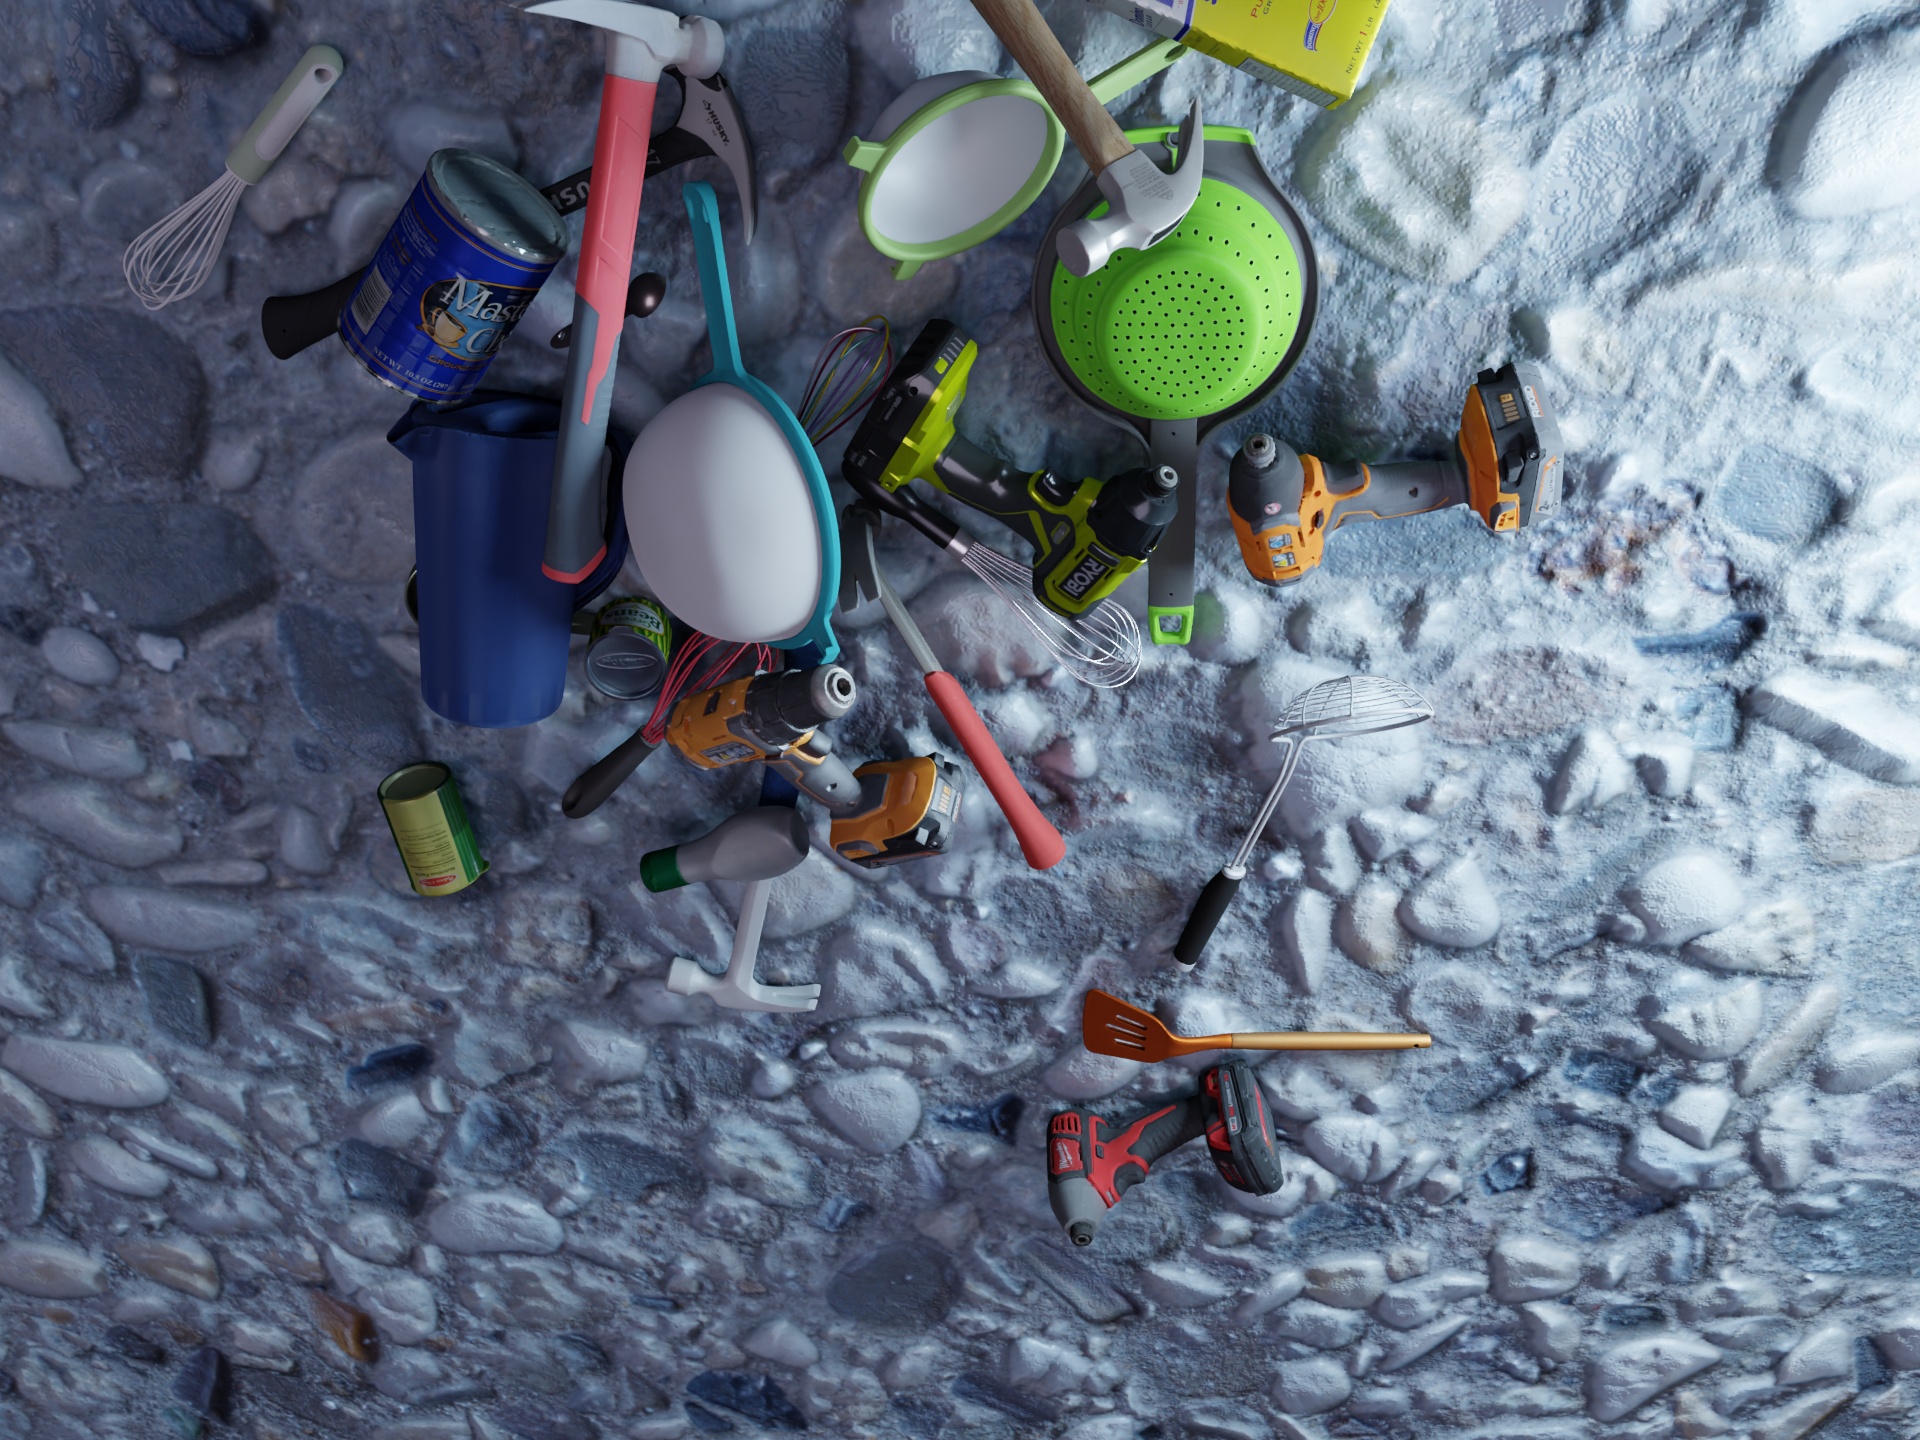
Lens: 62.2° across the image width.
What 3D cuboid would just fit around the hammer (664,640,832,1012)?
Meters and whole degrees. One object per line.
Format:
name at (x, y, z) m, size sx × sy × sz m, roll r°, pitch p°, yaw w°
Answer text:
hammer at (-0.164, 0.106, 1.410) m, size 0.144 × 0.035 × 0.405 m, roll 14°, pitch 122°, yaw -3°

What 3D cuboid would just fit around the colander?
colander at (0.154, -0.212, 1.143) m, size 0.204 × 0.095 × 0.396 m, roll 0°, pitch 122°, yaw 6°

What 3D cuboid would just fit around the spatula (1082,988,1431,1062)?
spatula at (0.277, 0.294, 1.495) m, size 0.322 × 0.041 × 0.081 m, roll 0°, pitch 123°, yaw 1°

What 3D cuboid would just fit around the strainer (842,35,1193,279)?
strainer at (0.034, -0.406, 1.049) m, size 0.256 × 0.069 × 0.151 m, roll -30°, pitch 161°, yaw 1°

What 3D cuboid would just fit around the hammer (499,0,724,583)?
hammer at (-0.254, -0.273, 1.057) m, size 0.143 × 0.038 × 0.386 m, roll -9°, pitch 123°, yaw -43°

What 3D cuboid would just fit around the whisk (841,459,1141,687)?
whisk at (0.025, -0.118, 1.241) m, size 0.284 × 0.070 × 0.070 m, roll 34°, pitch 119°, yaw -10°

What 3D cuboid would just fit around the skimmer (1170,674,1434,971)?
skimmer at (0.268, 0.102, 1.333) m, size 0.127 × 0.090 × 0.363 m, roll -2°, pitch 131°, yaw -31°

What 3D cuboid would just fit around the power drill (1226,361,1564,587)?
power drill at (0.301, -0.175, 1.127) m, size 0.226 × 0.084 × 0.164 m, roll -14°, pitch 155°, yaw 13°

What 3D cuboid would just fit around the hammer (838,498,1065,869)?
hammer at (-0.002, -0.004, 1.277) m, size 0.036 × 0.149 × 0.358 m, roll -24°, pitch 123°, yaw 12°

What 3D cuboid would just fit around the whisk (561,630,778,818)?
whisk at (-0.250, 0.002, 1.342) m, size 0.073 × 0.073 × 0.296 m, roll 40°, pitch 122°, yaw -18°

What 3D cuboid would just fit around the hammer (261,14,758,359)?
hammer at (-0.333, -0.347, 1.142) m, size 0.409 × 0.036 × 0.149 m, roll -18°, pitch 120°, yaw 17°

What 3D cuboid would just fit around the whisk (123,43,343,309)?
whisk at (-0.516, -0.384, 1.131) m, size 0.246 × 0.059 × 0.057 m, roll -40°, pitch 149°, yaw 21°

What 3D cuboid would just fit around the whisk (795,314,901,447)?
whisk at (-0.122, -0.212, 1.208) m, size 0.245 × 0.051 × 0.047 m, roll -46°, pitch 73°, yaw 32°

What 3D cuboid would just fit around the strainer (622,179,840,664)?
strainer at (-0.189, -0.199, 1.124) m, size 0.095 × 0.211 × 0.340 m, roll -23°, pitch 121°, yaw -33°

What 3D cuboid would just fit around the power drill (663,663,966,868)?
power drill at (-0.095, 0.030, 1.252) m, size 0.185 × 0.084 × 0.226 m, roll -17°, pitch 140°, yaw 43°

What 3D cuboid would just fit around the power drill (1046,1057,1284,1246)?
power drill at (0.186, 0.414, 1.509) m, size 0.219 × 0.143 × 0.078 m, roll -20°, pitch 120°, yaw 15°

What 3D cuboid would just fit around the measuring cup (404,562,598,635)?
measuring cup at (-0.369, -0.099, 1.307) m, size 0.167 × 0.038 × 0.083 m, roll 11°, pitch 119°, yaw -21°

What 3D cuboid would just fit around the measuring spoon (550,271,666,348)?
measuring spoon at (-0.261, -0.296, 1.154) m, size 0.124 × 0.034 × 0.018 m, roll -13°, pitch 152°, yaw 35°

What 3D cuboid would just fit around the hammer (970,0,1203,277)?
hammer at (0.033, -0.433, 0.972) m, size 0.130 × 0.031 × 0.331 m, roll -33°, pitch 87°, yaw -20°

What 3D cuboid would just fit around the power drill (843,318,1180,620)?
power drill at (0.041, -0.180, 1.144) m, size 0.223 × 0.080 × 0.171 m, roll 33°, pitch 148°, yaw -6°
